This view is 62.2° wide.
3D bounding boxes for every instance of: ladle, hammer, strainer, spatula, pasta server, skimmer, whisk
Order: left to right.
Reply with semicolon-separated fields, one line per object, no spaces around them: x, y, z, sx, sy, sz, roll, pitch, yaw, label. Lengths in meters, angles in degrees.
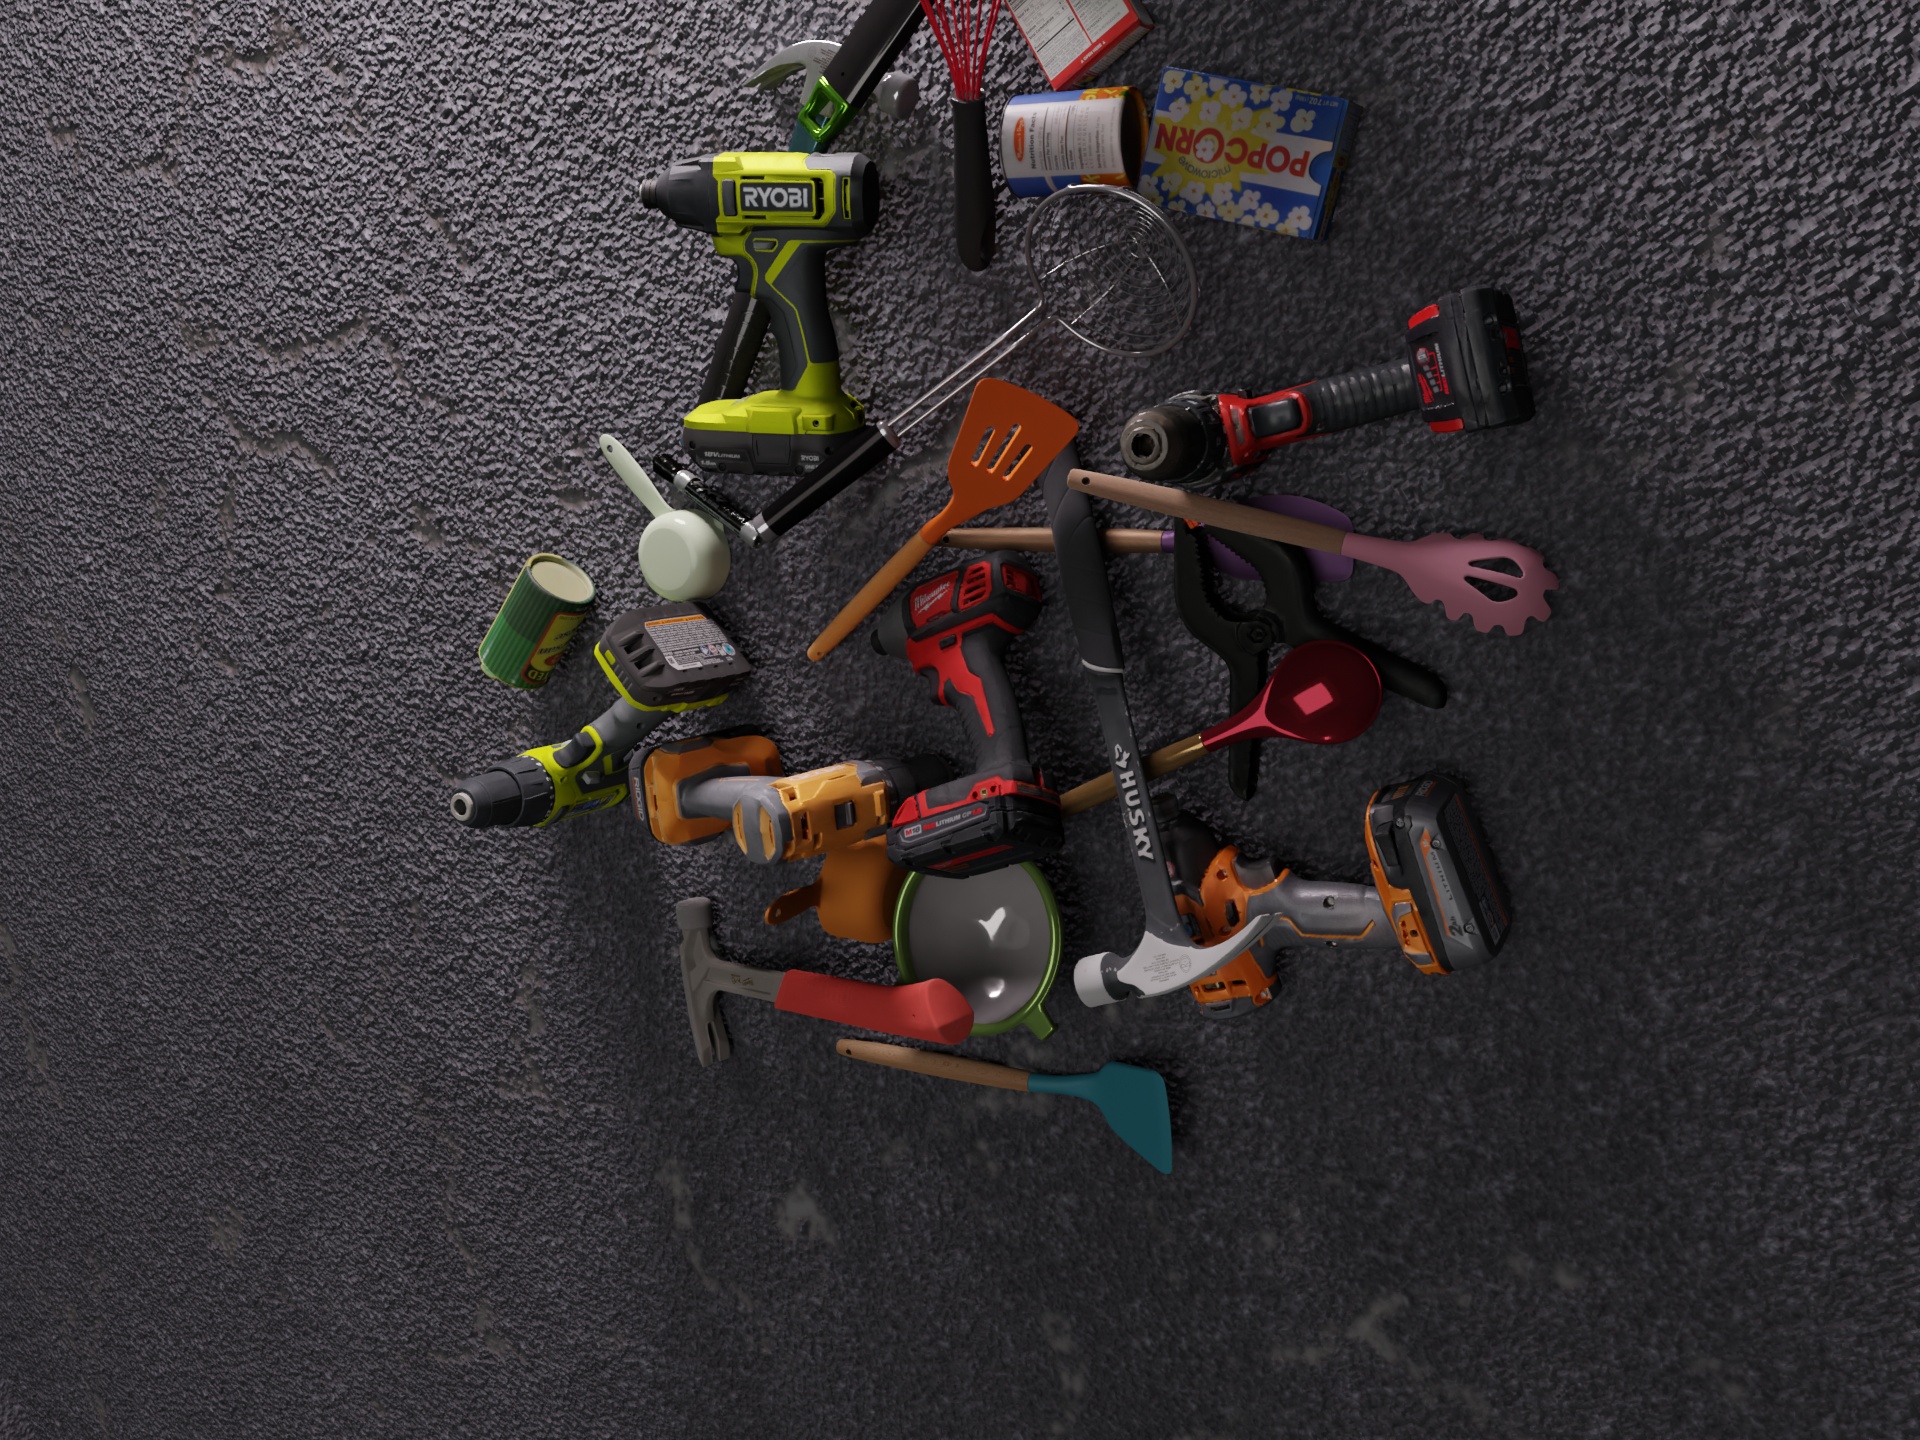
-0.144;-0.350;1.209;0.128;0.033;0.331;34;117;18;hammer
-0.118;0.228;1.274;0.359;0.036;0.149;-1;100;49;hammer
-0.034;-0.130;1.166;0.322;0.081;0.041;-40;38;47;spatula
-0.004;-0.225;1.086;0.363;0.090;0.127;-35;110;16;skimmer
0.003;-0.423;1.028;0.073;0.073;0.295;23;143;24;whisk
0.028;0.285;1.261;0.317;0.044;0.082;3;107;31;spatula
0.032;0.110;1.213;0.151;0.069;0.256;5;87;35;strainer
0.105;-0.020;1.083;0.149;0.036;0.409;-20;76;34;hammer
0.120;-0.128;1.119;0.316;0.018;0.059;4;107;28;spatula
0.147;0.026;1.088;0.315;0.031;0.069;-26;86;31;ladle
0.219;-0.118;1.018;0.316;0.040;0.060;16;90;18;pasta server

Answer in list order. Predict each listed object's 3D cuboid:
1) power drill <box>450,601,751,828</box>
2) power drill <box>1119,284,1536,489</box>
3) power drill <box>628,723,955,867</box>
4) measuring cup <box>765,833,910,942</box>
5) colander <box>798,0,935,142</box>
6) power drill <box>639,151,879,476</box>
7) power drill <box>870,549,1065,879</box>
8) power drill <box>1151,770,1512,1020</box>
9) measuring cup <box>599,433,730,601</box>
-0.296;0.007;1.298;0.228;0.190;0.080;-42;78;27;power drill
0.214;-0.189;0.954;0.227;0.188;0.080;-11;95;28;power drill
-0.132;0.054;1.244;0.226;0.185;0.084;7;107;49;power drill
-0.086;0.136;1.215;0.052;0.173;0.095;10;100;22;measuring cup
-0.004;-0.547;1.017;0.397;0.094;0.205;-47;69;25;colander
-0.145;-0.298;1.165;0.171;0.080;0.223;4;112;12;power drill
-0.002;-0.004;1.152;0.143;0.078;0.220;-19;66;35;power drill
0.233;0.107;1.071;0.226;0.084;0.164;-18;99;36;power drill
-0.258;-0.170;1.316;0.083;0.038;0.167;-42;82;31;measuring cup
